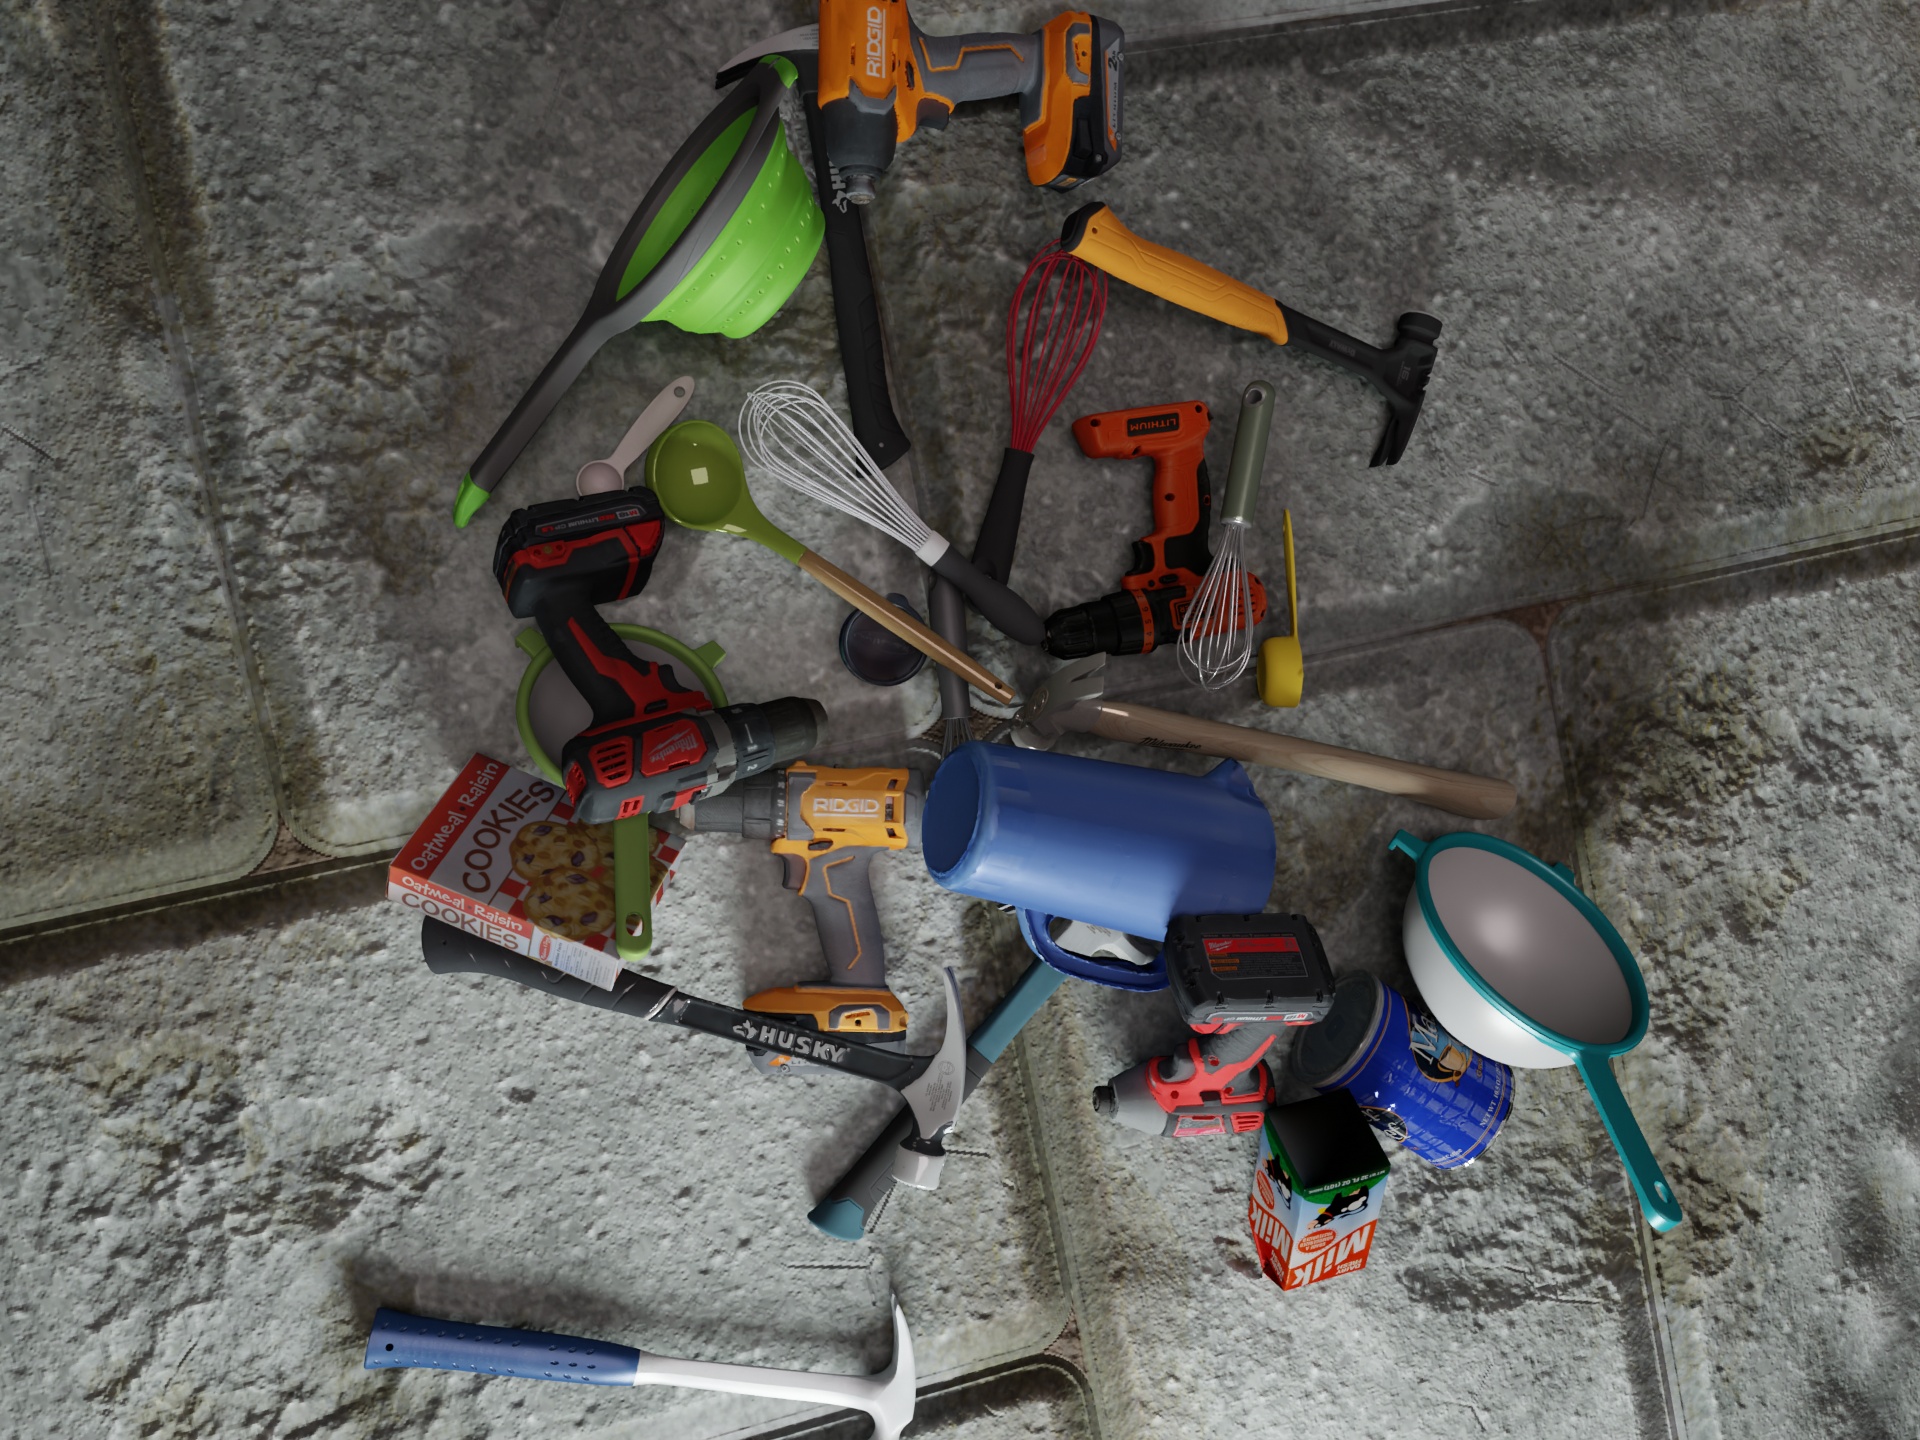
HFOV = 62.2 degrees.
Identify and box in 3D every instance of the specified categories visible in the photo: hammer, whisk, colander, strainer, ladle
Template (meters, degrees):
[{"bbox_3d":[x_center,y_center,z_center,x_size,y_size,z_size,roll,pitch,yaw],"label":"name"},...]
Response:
[{"bbox_3d":[0.223,-0.306,1.220,0.336,0.034,0.127,17,88,-24],"label":"hammer"},{"bbox_3d":[-0.191,0.200,1.121,0.409,0.036,0.149,15,86,8],"label":"hammer"},{"bbox_3d":[0.051,-0.224,1.212,0.073,0.073,0.296,14,95,-11],"label":"whisk"},{"bbox_3d":[-0.213,-0.275,1.123,0.094,0.205,0.397,34,103,-29],"label":"colander"},{"bbox_3d":[0.207,-0.140,1.199,0.058,0.059,0.246,6,80,31],"label":"whisk"},{"bbox_3d":[-0.238,0.055,1.121,0.151,0.069,0.257,3,60,-21],"label":"strainer"},{"bbox_3d":[0.254,0.022,1.228,0.410,0.146,0.038,11,70,-16],"label":"hammer"},{"bbox_3d":[0.007,0.268,1.228,0.128,0.033,0.331,42,84,-10],"label":"hammer"},{"bbox_3d":[-0.092,-0.109,1.161,0.320,0.062,0.078,34,70,0],"label":"ladle"},{"bbox_3d":[-0.046,-0.148,1.174,0.284,0.070,0.070,39,84,-14],"label":"whisk"},{"bbox_3d":[-0.002,-0.004,1.214,0.055,0.055,0.239,-6,89,-11],"label":"whisk"},{"bbox_3d":[-0.090,-0.350,1.192,0.146,0.035,0.335,-9,93,-11],"label":"hammer"},{"bbox_3d":[0.436,0.242,1.210,0.211,0.341,0.095,12,132,-25],"label":"strainer"},{"bbox_3d":[-0.229,0.477,1.186,0.405,0.035,0.144,11,90,-11],"label":"hammer"}]

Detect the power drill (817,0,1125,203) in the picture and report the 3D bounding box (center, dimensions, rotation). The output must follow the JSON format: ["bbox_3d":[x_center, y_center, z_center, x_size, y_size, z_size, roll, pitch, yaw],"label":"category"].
[{"bbox_3d":[0.004,-0.451,1.164,0.226,0.084,0.164,1,92,-24],"label":"power drill"}]

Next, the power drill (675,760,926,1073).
[{"bbox_3d":[-0.121,0.143,1.179,0.185,0.084,0.226,2,87,-9],"label":"power drill"}]

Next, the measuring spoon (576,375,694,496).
[{"bbox_3d":[-0.239,-0.208,1.180,0.034,0.018,0.124,40,77,-9],"label":"measuring spoon"}]

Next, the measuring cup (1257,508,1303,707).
[{"bbox_3d":[0.248,-0.087,1.251,0.029,0.062,0.156,-3,96,0],"label":"measuring cup"}]

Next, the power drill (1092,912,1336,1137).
[{"bbox_3d":[0.185,0.239,1.190,0.143,0.219,0.079,0,47,-11],"label":"power drill"}]

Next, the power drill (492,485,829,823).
[{"bbox_3d":[-0.210,-0.048,1.108,0.188,0.080,0.227,-16,70,-30],"label":"power drill"}]
